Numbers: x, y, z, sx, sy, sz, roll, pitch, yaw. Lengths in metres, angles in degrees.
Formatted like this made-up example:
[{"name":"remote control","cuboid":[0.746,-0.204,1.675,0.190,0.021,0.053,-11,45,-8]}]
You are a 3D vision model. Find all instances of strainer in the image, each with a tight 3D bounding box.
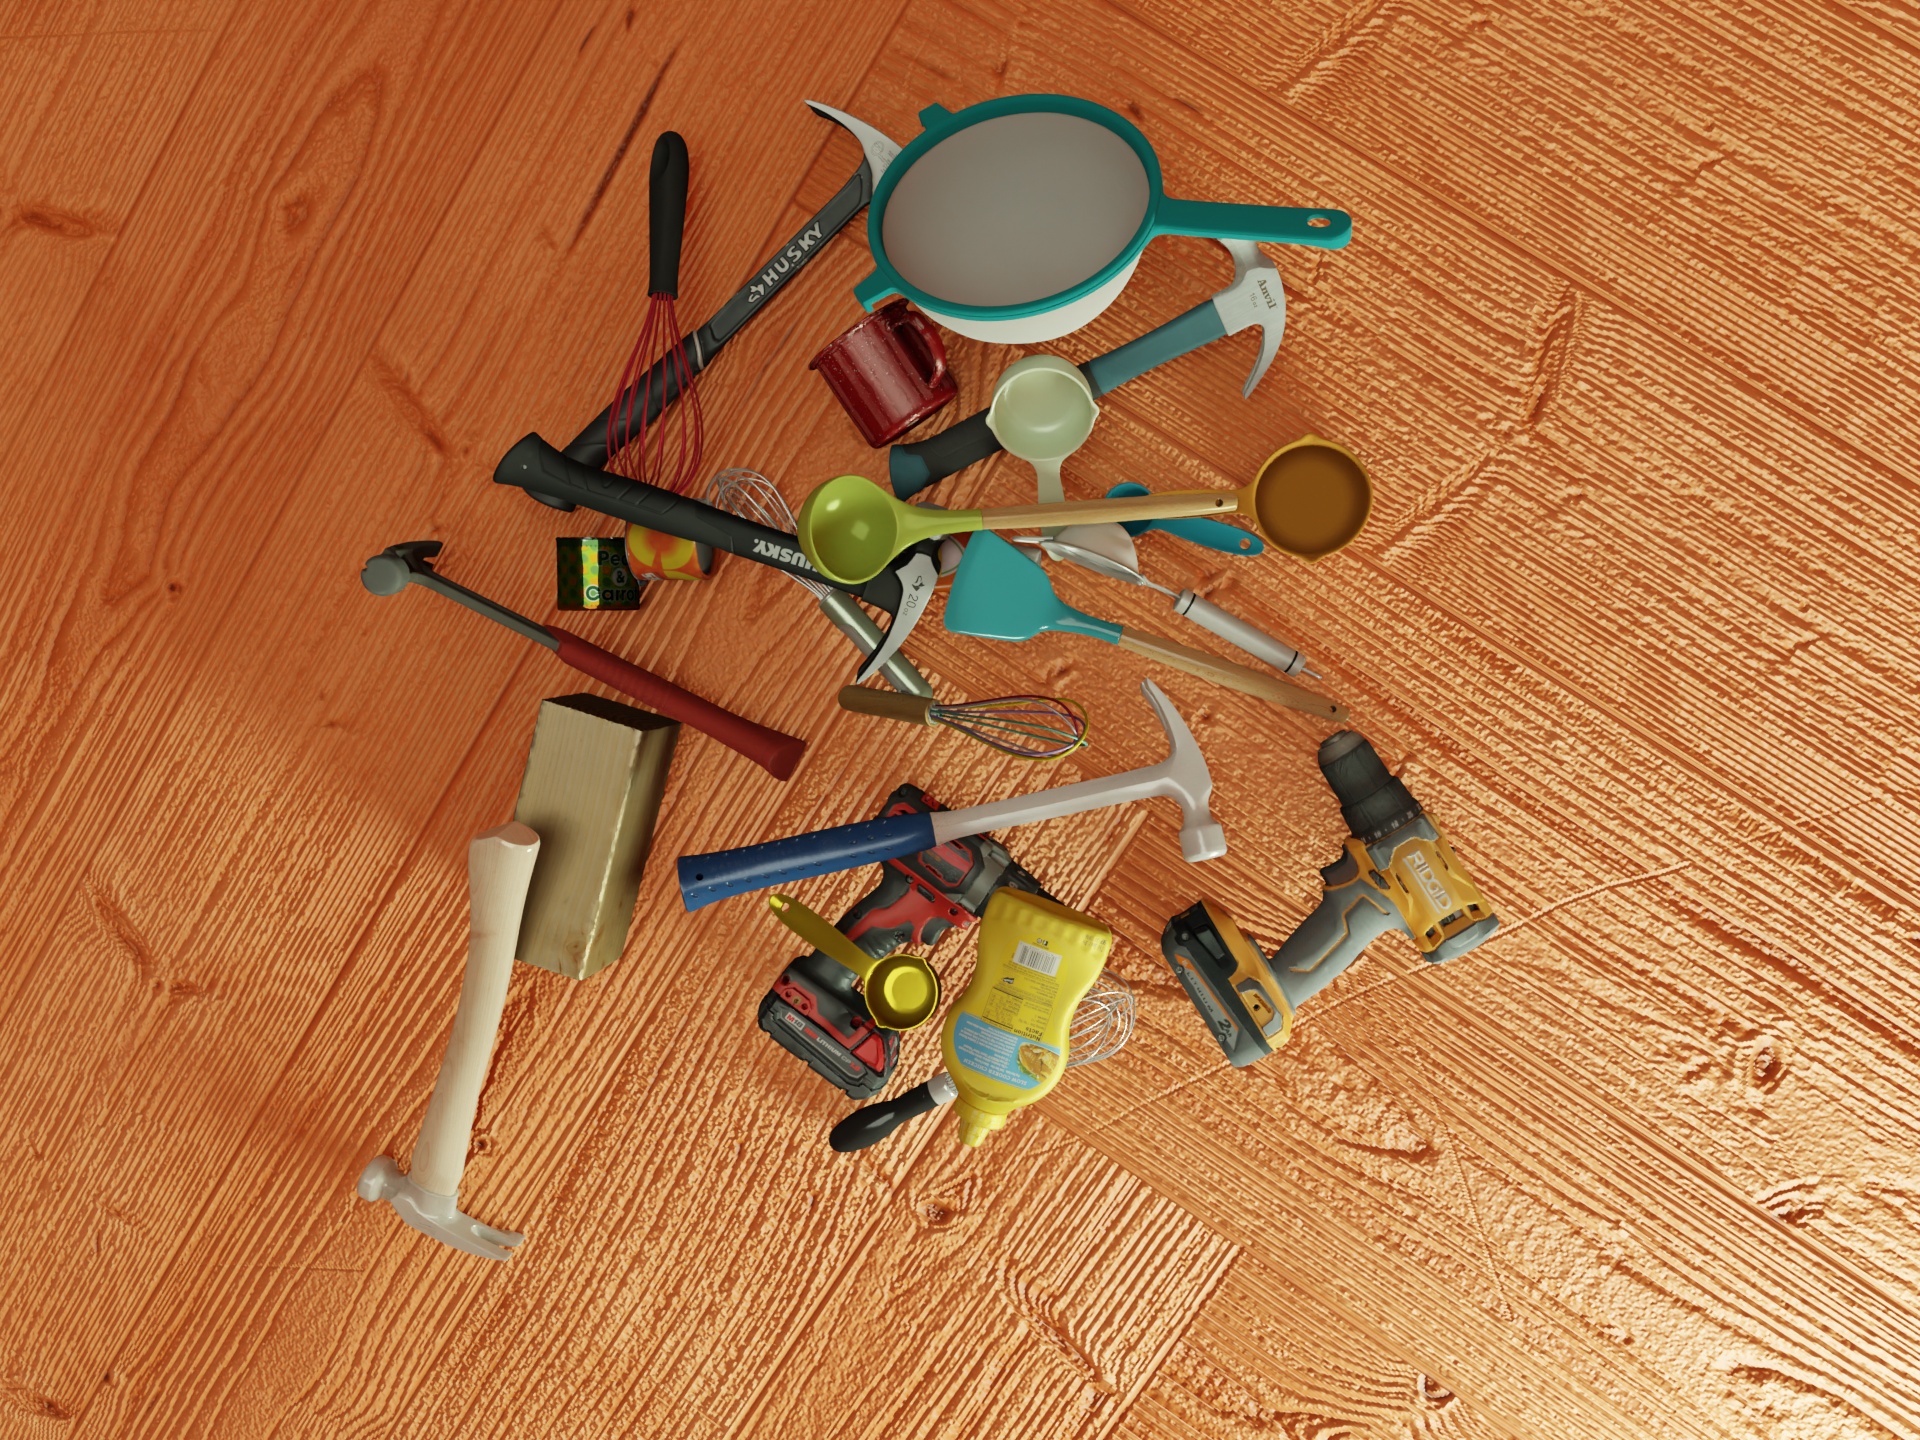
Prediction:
[{"name":"strainer","cuboid":[0.163,-0.096,1.203,0.258,0.087,0.050,29,90,-4]},{"name":"strainer","cuboid":[0.105,-0.337,1.138,0.340,0.095,0.211,9,65,15]}]

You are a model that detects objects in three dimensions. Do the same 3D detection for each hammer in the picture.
[{"name":"hammer","cuboid":[-0.291,-0.048,1.273,0.359,0.149,0.036,27,99,-4]},{"name":"hammer","cuboid":[-0.183,-0.138,1.193,0.334,0.035,0.146,18,107,-7]},{"name":"hammer","cuboid":[-0.011,0.074,1.200,0.405,0.035,0.144,-12,80,-4]},{"name":"hammer","cuboid":[-0.383,0.261,1.270,0.146,0.038,0.410,24,117,6]},{"name":"hammer","cuboid":[0.090,-0.255,1.206,0.331,0.033,0.128,-24,107,15]},{"name":"hammer","cuboid":[-0.197,-0.313,1.262,0.409,0.036,0.149,-41,86,10]}]

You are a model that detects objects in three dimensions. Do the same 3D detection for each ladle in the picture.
[{"name":"ladle","cuboid":[0.043,-0.146,1.146,0.320,0.062,0.078,-4,100,-2]}]

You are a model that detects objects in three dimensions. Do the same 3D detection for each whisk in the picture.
[{"name":"whisk","cuboid":[0.013,0.277,1.260,0.284,0.070,0.070,-29,89,15]},{"name":"whisk","cuboid":[-0.230,-0.308,1.226,0.073,0.073,0.296,2,88,10]},{"name":"whisk","cuboid":[-0.109,-0.103,1.257,0.246,0.058,0.059,48,65,-1]},{"name":"whisk","cuboid":[-0.001,-0.005,1.196,0.245,0.051,0.047,10,92,42]}]

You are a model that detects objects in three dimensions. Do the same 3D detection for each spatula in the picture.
[{"name":"spatula","cuboid":[0.146,-0.055,1.199,0.317,0.044,0.082,19,85,-1]}]

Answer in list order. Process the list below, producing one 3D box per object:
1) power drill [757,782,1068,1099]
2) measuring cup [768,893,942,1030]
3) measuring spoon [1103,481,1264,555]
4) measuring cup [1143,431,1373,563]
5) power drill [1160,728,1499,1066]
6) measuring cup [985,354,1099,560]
[{"name":"power drill","cuboid":[-0.031,0.186,1.250,0.188,0.080,0.226,36,96,5]},{"name":"measuring cup","cuboid":[-0.081,0.178,1.212,0.156,0.029,0.062,33,92,17]},{"name":"measuring spoon","cuboid":[0.171,-0.150,1.223,0.128,0.021,0.042,16,101,-1]},{"name":"measuring cup","cuboid":[0.219,-0.163,1.193,0.173,0.052,0.095,-1,94,12]},{"name":"power drill","cuboid":[0.260,0.132,1.194,0.226,0.084,0.185,-32,88,6]},{"name":"measuring cup","cuboid":[0.066,-0.198,1.200,0.083,0.038,0.167,-5,130,6]}]
